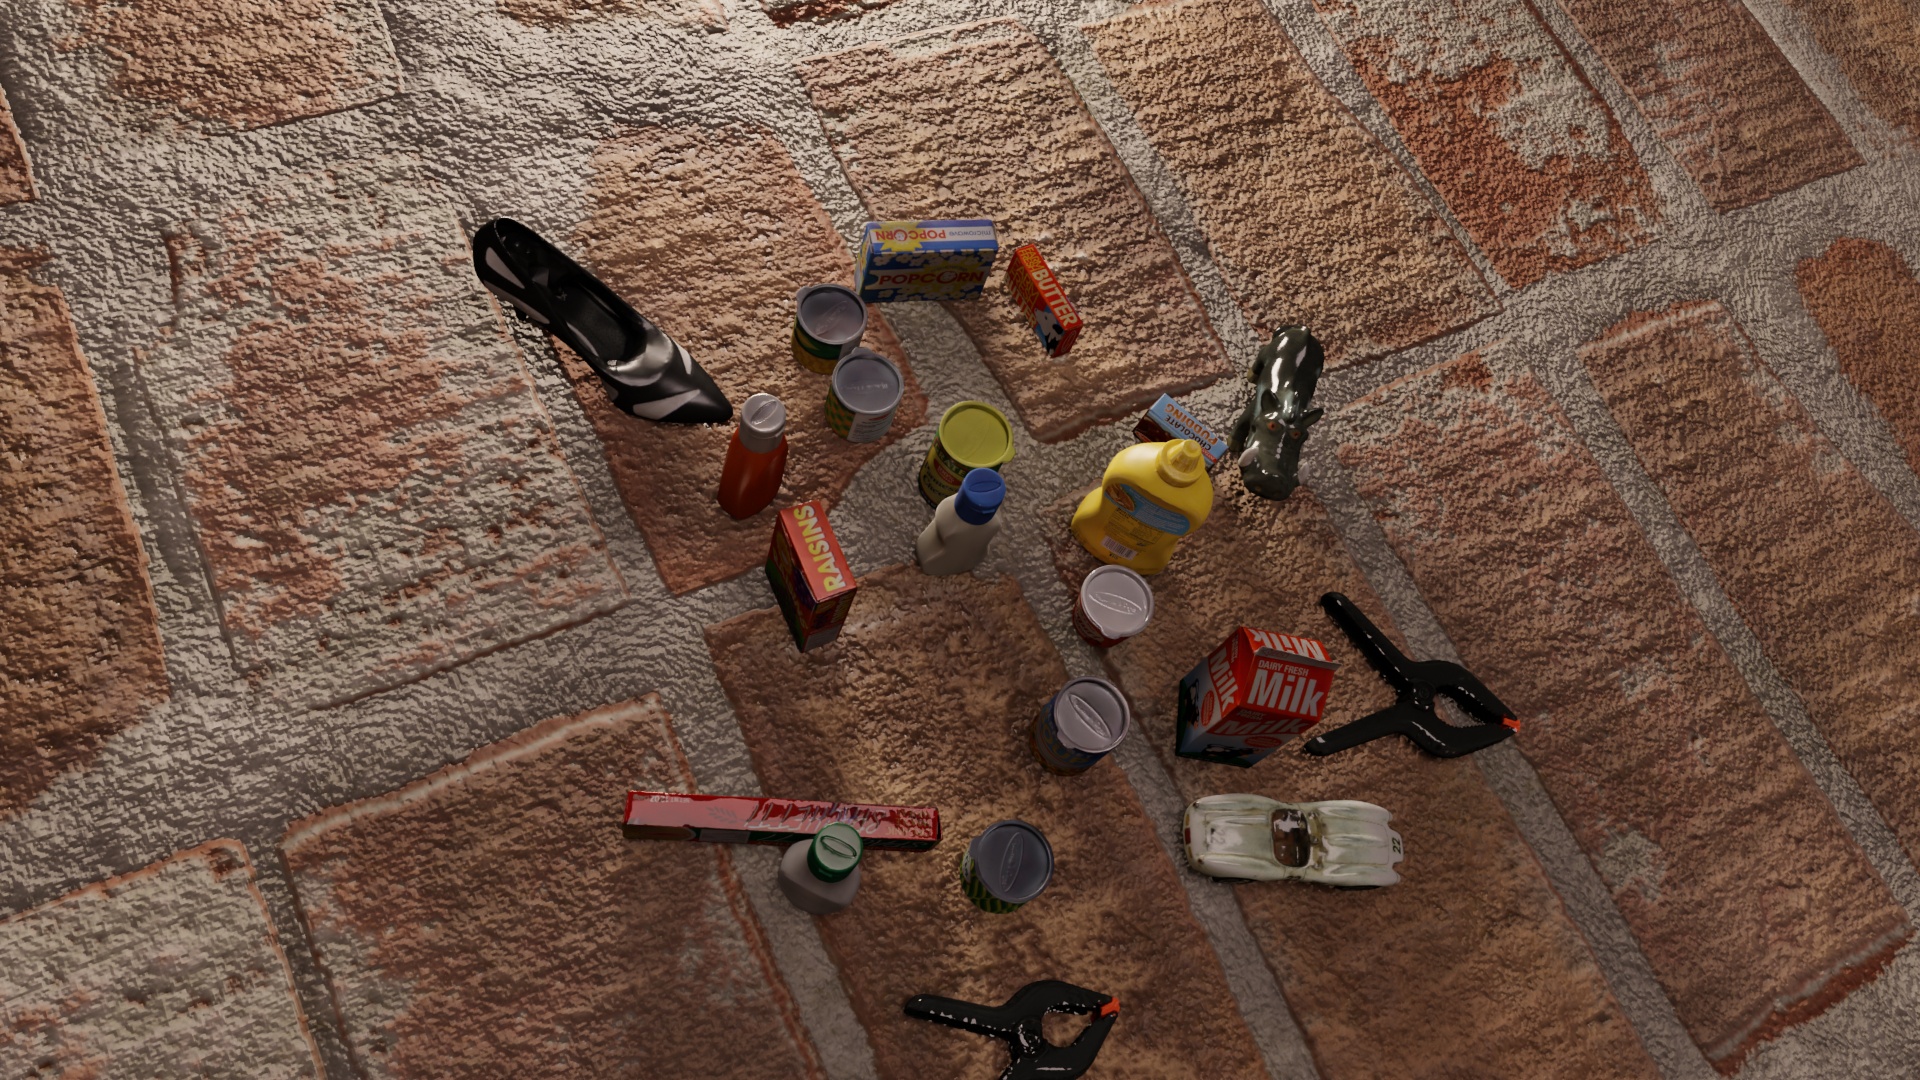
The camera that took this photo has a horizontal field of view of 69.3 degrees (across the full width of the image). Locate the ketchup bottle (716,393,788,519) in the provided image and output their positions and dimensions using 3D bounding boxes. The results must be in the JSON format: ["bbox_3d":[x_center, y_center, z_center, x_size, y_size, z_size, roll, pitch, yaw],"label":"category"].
[{"bbox_3d":[-0.173,-0.073,1.181,0.043,0.148,0.065,40,63,6],"label":"ketchup bottle"}]

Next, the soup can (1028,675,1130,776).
[{"bbox_3d":[0.097,0.160,1.178,0.071,0.083,0.071,5,65,-12],"label":"soup can"}]

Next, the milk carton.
[{"bbox_3d":[0.248,0.128,1.170,0.072,0.189,0.074,12,64,-9],"label":"milk carton"}]

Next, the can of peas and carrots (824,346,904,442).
[{"bbox_3d":[-0.090,-0.133,1.281,0.071,0.058,0.071,5,65,-12],"label":"can of peas and carrots"}]

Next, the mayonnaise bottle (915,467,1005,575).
[{"bbox_3d":[0.004,-0.015,1.199,0.065,0.147,0.041,-9,69,-18],"label":"mayonnaise bottle"}]

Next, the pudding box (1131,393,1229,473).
[{"bbox_3d":[0.212,-0.097,1.345,0.084,0.049,0.030,41,63,6],"label":"pudding box"}]

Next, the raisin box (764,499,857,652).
[{"bbox_3d":[-0.127,0.031,1.159,0.040,0.123,0.086,-18,72,-21],"label":"raisin box"}]

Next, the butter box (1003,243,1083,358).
[{"bbox_3d":[0.081,-0.237,1.375,0.024,0.053,0.103,-23,73,-22],"label":"butter box"}]

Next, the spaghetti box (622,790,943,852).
[{"bbox_3d":[-0.141,0.225,1.107,0.250,0.050,0.029,5,65,-12],"label":"spaghetti box"}]

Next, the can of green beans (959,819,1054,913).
[{"bbox_3d":[0.037,0.266,1.129,0.071,0.057,0.071,5,65,-12],"label":"can of green beans"}]

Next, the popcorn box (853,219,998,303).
[{"bbox_3d":[-0.034,-0.270,1.343,0.127,0.085,0.038,-5,68,-16],"label":"popcorn box"}]

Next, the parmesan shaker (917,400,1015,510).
[{"bbox_3d":[0.005,-0.070,1.251,0.071,0.102,0.071,5,65,-12],"label":"parmesan shaker"}]

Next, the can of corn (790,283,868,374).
[{"bbox_3d":[-0.126,-0.199,1.302,0.071,0.058,0.071,5,65,-12],"label":"can of corn"}]

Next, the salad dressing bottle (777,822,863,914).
[{"bbox_3d":[-0.102,0.248,1.051,0.064,0.147,0.044,27,63,-1],"label":"salad dressing bottle"}]

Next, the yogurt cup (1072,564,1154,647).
[{"bbox_3d":[0.134,0.062,1.249,0.072,0.053,0.072,5,65,-12],"label":"yogurt cup"}]
